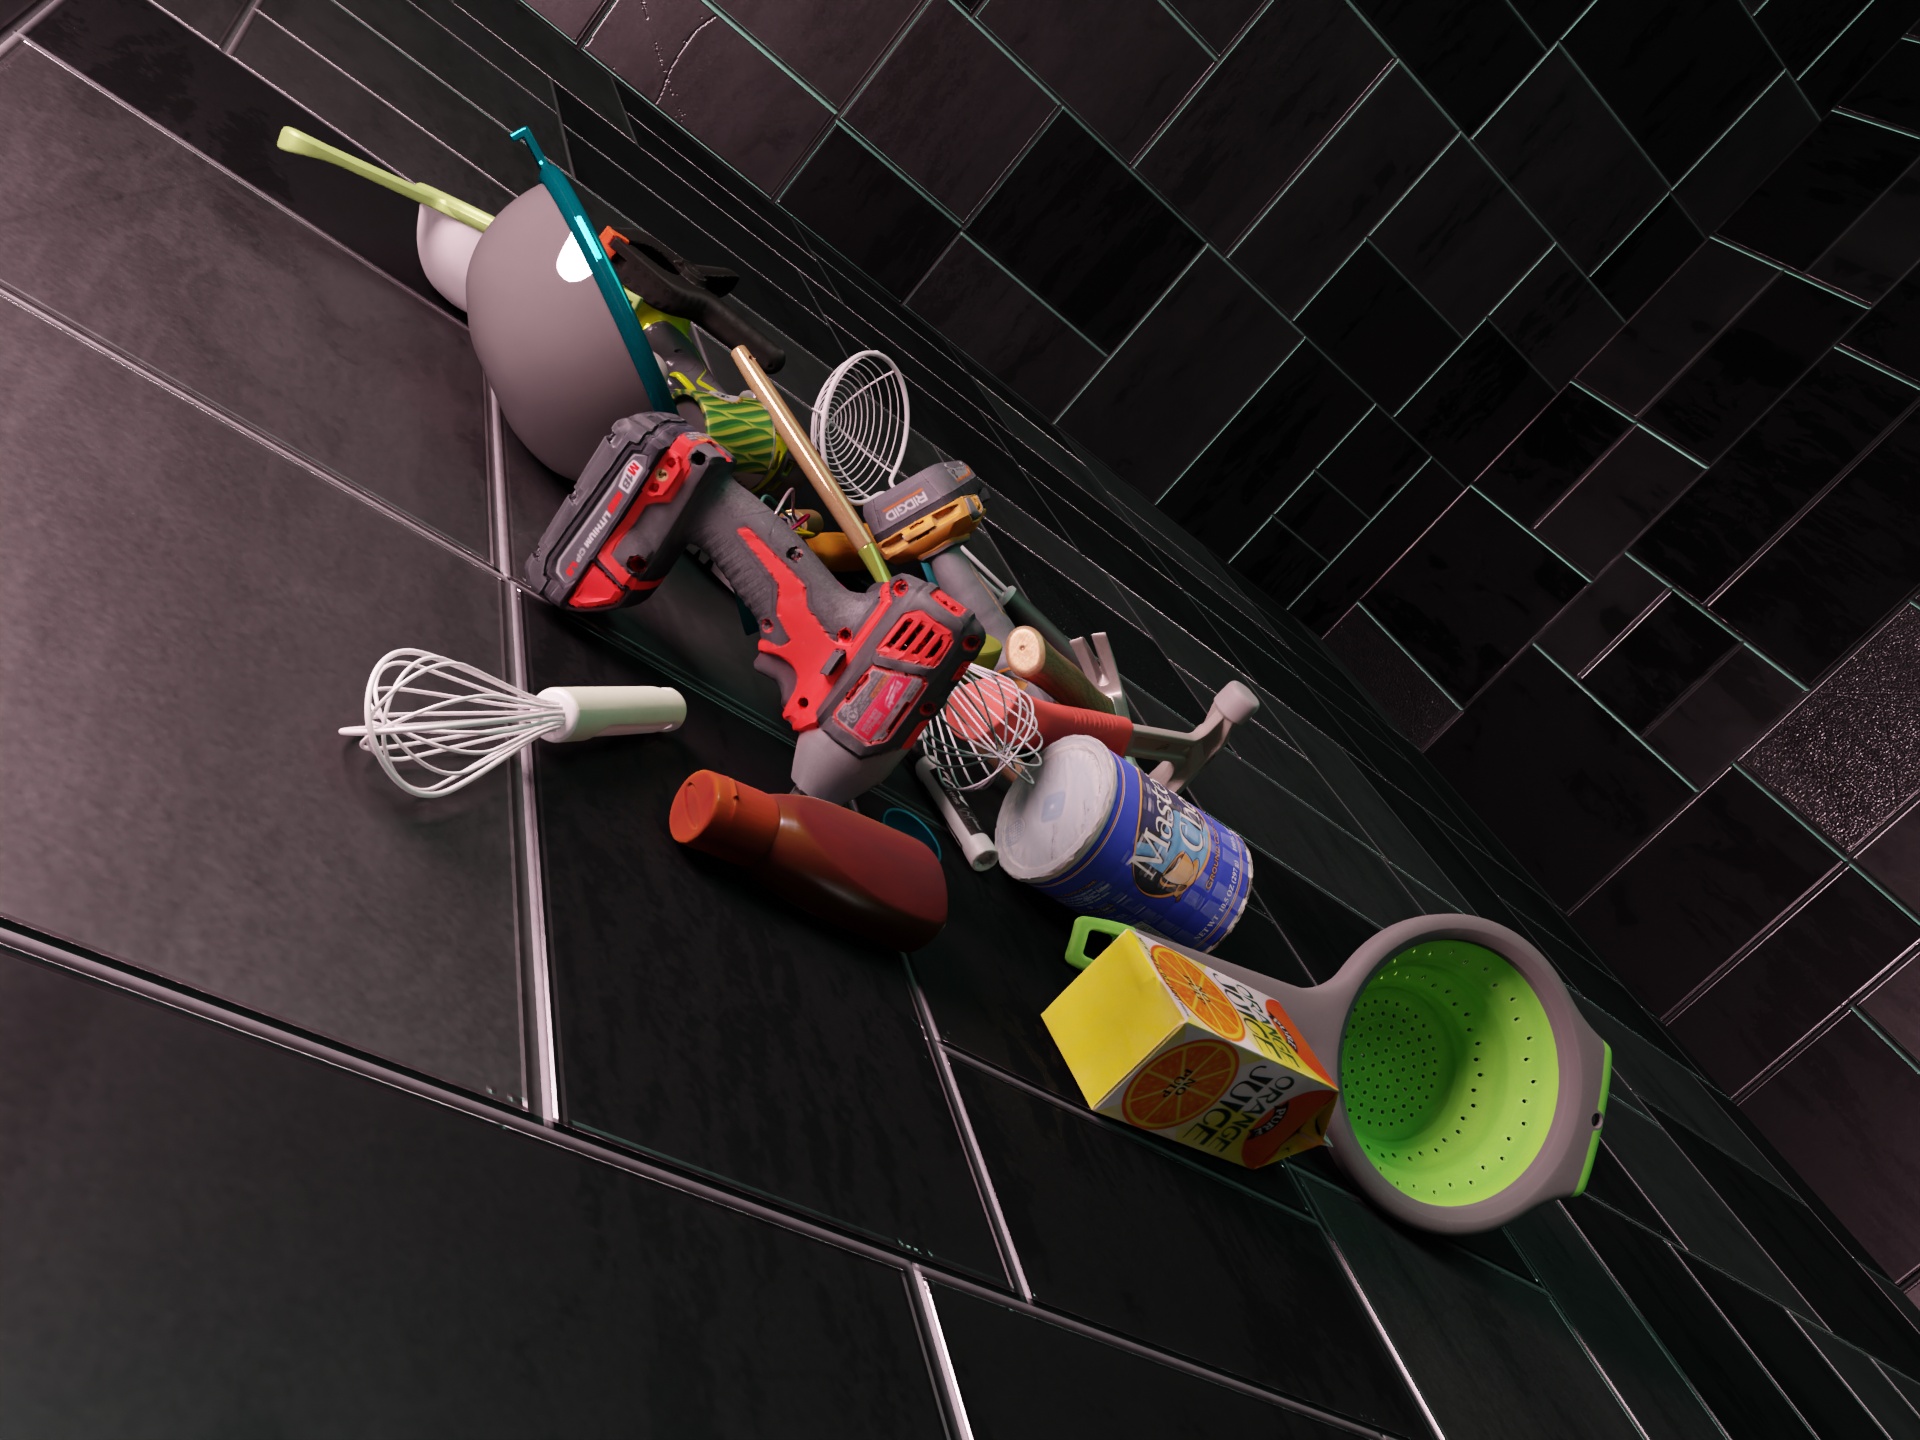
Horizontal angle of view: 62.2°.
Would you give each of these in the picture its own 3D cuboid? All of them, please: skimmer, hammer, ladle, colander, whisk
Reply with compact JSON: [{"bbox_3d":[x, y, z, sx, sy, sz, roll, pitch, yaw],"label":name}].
[{"bbox_3d":[0.012,-0.158,1.365,0.363,0.090,0.127,43,56,-13],"label":"skimmer"},{"bbox_3d":[-0.110,-0.125,1.211,0.127,0.034,0.337,43,16,7],"label":"hammer"},{"bbox_3d":[-0.076,-0.157,1.181,0.320,0.062,0.078,57,31,9],"label":"ladle"},{"bbox_3d":[0.236,0.205,1.048,0.397,0.204,0.094,21,-14,-15],"label":"colander"},{"bbox_3d":[-0.017,-0.033,0.966,0.070,0.070,0.285,33,10,-28],"label":"whisk"},{"bbox_3d":[-0.110,-0.125,1.040,0.245,0.047,0.051,-78,149,-82],"label":"whisk"},{"bbox_3d":[-0.183,-0.001,0.702,0.246,0.058,0.059,-5,84,-73],"label":"whisk"},{"bbox_3d":[0.088,-0.024,1.209,0.331,0.031,0.130,29,49,-71],"label":"hammer"},{"bbox_3d":[0.093,0.017,1.141,0.037,0.149,0.358,52,22,25],"label":"hammer"}]

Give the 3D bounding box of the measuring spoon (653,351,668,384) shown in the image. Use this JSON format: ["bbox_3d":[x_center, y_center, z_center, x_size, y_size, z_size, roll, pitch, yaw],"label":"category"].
[{"bbox_3d":[-0.196,-0.220,1.067,0.124,0.018,0.034,54,-14,52],"label":"measuring spoon"}]

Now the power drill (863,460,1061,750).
[{"bbox_3d":[0.021,-0.093,1.284,0.226,0.084,0.185,61,15,-4],"label":"power drill"}]

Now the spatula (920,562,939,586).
[{"bbox_3d":[0.052,-0.062,1.415,0.318,0.044,0.082,49,22,20],"label":"spatula"}]

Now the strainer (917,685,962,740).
[{"bbox_3d":[-0.027,-0.009,1.033,0.087,0.050,0.258,38,21,23],"label":"strainer"}]

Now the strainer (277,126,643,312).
[{"bbox_3d":[-0.352,-0.320,1.078,0.152,0.069,0.256,31,11,33],"label":"strainer"}]

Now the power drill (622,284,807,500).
[{"bbox_3d":[-0.233,-0.268,1.223,0.229,0.080,0.190,52,23,24],"label":"power drill"}]

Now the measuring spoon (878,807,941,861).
[{"bbox_3d":[-0.058,0.072,0.859,0.128,0.021,0.042,-1,51,-55],"label":"measuring spoon"}]

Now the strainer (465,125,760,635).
[{"bbox_3d":[-0.220,-0.174,0.962,0.210,0.095,0.341,83,-20,-64],"label":"strainer"}]

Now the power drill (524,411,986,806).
[{"bbox_3d":[-0.111,-0.054,0.850,0.219,0.143,0.078,35,12,0],"label":"power drill"}]

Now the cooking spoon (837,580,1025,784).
[{"bbox_3d":[-0.002,-0.004,1.114,0.318,0.017,0.069,44,16,-18],"label":"cooking spoon"}]
